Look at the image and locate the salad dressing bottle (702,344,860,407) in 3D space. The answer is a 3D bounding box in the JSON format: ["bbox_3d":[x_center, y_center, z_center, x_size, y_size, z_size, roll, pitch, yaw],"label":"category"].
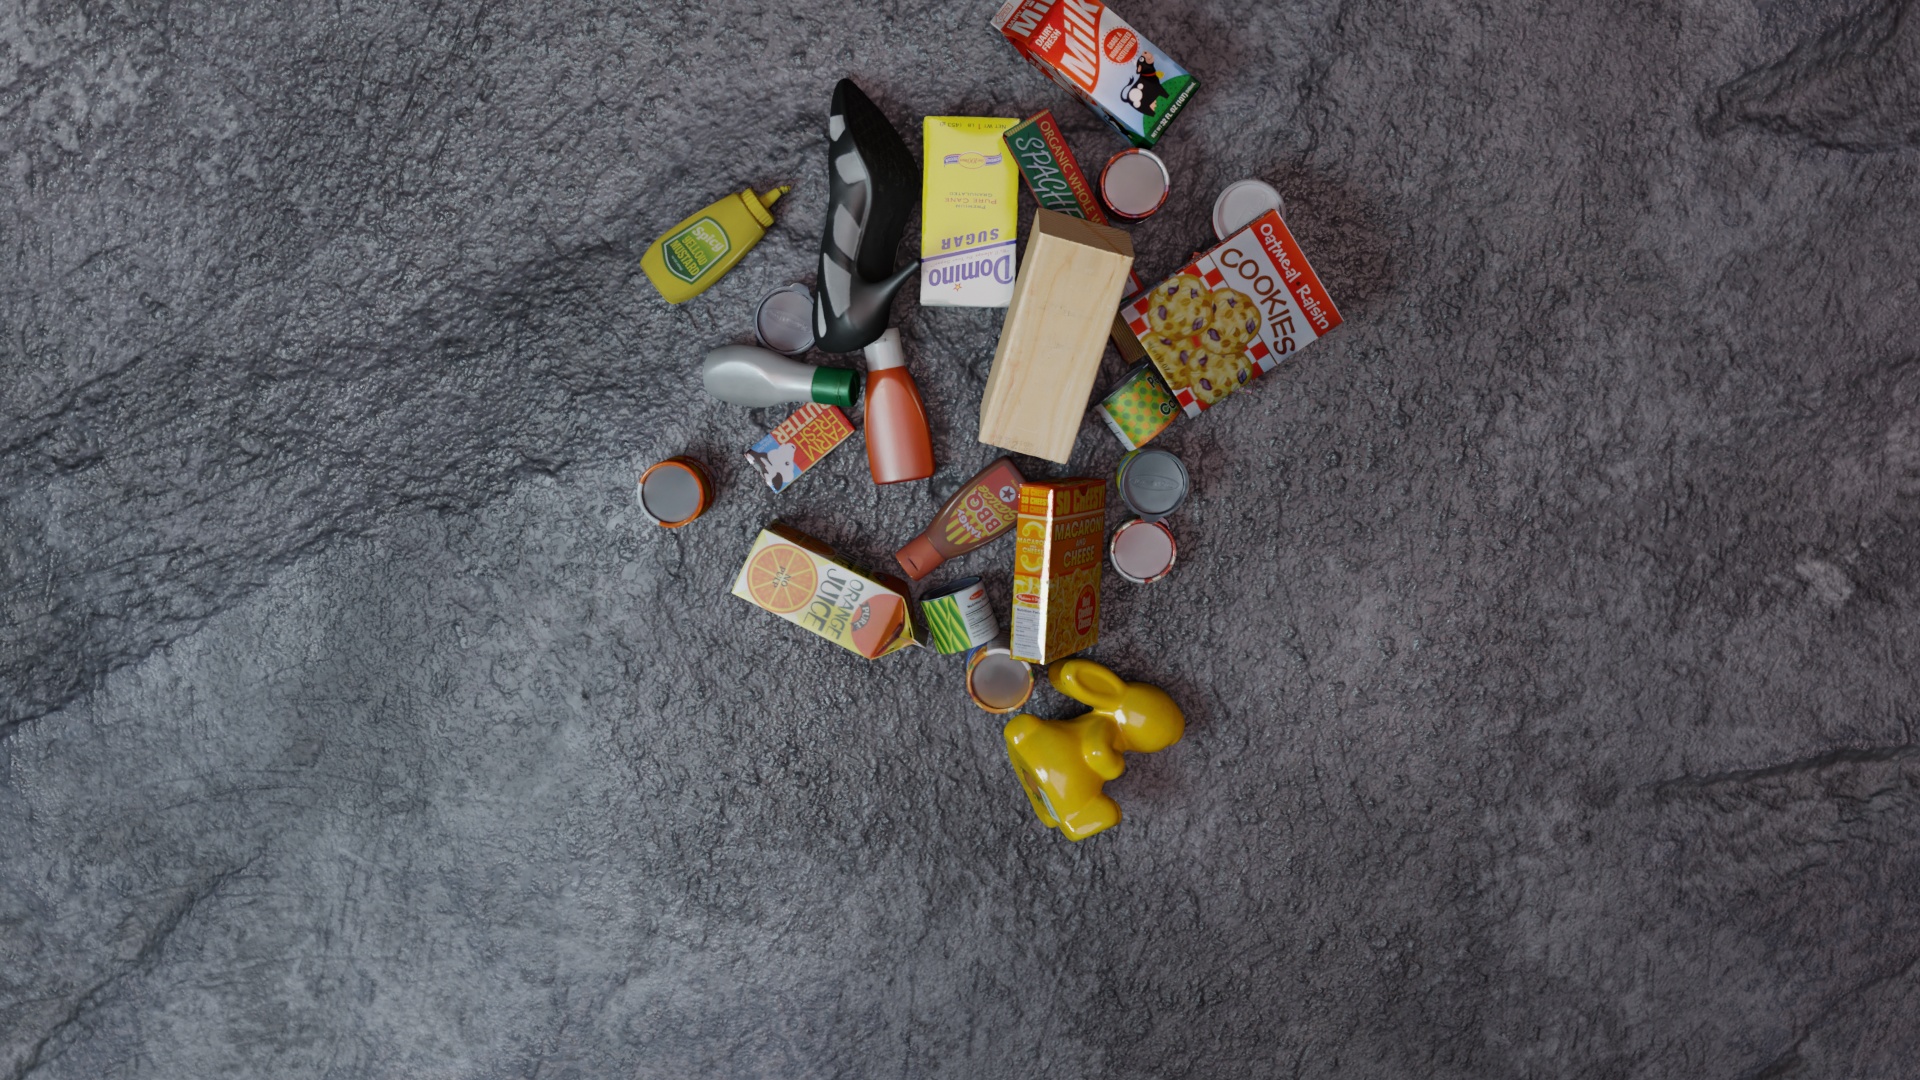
[{"bbox_3d":[-0.171,-0.154,1.333,0.148,0.044,0.064,9,139,13],"label":"salad dressing bottle"}]

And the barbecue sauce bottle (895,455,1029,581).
[{"bbox_3d":[0.005,-0.017,1.368,0.148,0.044,0.065,-37,97,6],"label":"barbecue sauce bottle"}]

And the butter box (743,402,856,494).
[{"bbox_3d":[-0.157,-0.098,1.368,0.103,0.024,0.053,-39,96,6],"label":"butter box"}]

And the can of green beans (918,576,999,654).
[{"bbox_3d":[-0.001,0.074,1.369,0.071,0.071,0.057,-19,98,3],"label":"can of green beans"}]

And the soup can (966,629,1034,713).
[{"bbox_3d":[0.038,0.131,1.367,0.071,0.084,0.071,0,99,1],"label":"soup can"}]

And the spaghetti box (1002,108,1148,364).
[{"bbox_3d":[0.119,-0.286,1.313,0.050,0.029,0.249,-30,108,4],"label":"spaghetti box"}]

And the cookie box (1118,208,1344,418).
[{"bbox_3d":[0.251,-0.211,1.292,0.167,0.040,0.123,-33,101,11],"label":"cookie box"}]

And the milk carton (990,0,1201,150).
[{"bbox_3d":[0.124,-0.450,1.292,0.190,0.073,0.072,38,97,-4],"label":"milk carton"}]

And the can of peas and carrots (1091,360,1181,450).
[{"bbox_3d":[0.172,-0.130,1.338,0.071,0.071,0.058,-39,97,6],"label":"can of peas and carrots"}]

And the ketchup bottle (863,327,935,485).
[{"bbox_3d":[-0.066,-0.131,1.353,0.065,0.043,0.148,-9,97,4],"label":"ketchup bottle"}]

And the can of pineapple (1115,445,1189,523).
[{"bbox_3d":[0.185,-0.057,1.353,0.071,0.058,0.071,0,98,1],"label":"can of pineapple"}]

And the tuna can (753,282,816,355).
[{"bbox_3d":[-0.165,-0.215,1.348,0.071,0.033,0.071,0,98,1],"label":"tuna can"}]

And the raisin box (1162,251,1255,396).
[{"bbox_3d":[0.250,-0.208,1.341,0.086,0.040,0.123,12,97,0],"label":"raisin box"}]

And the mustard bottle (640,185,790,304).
[{"bbox_3d":[-0.229,-0.293,1.330,0.160,0.049,0.065,-37,98,5],"label":"mustard bottle"}]

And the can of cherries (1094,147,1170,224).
[{"bbox_3d":[0.161,-0.333,1.315,0.071,0.058,0.071,0,98,0],"label":"can of cherries"}]

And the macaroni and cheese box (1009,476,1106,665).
[{"bbox_3d":[0.096,0.026,1.332,0.040,0.124,0.166,7,99,29],"label":"macaroni and cheese box"}]

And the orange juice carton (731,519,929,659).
[{"bbox_3d":[-0.118,0.055,1.365,0.193,0.072,0.073,26,98,-2],"label":"orange juice carton"}]

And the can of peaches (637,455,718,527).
[{"bbox_3d":[-0.276,-0.049,1.359,0.071,0.058,0.071,0,98,1],"label":"can of peaches"}]

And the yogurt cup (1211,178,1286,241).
[{"bbox_3d":[0.270,-0.306,1.319,0.072,0.054,0.072,0,98,1],"label":"yogurt cup"}]

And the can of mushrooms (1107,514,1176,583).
[{"bbox_3d":[0.181,0.007,1.374,0.071,0.033,0.071,0,98,2],"label":"can of mushrooms"}]
